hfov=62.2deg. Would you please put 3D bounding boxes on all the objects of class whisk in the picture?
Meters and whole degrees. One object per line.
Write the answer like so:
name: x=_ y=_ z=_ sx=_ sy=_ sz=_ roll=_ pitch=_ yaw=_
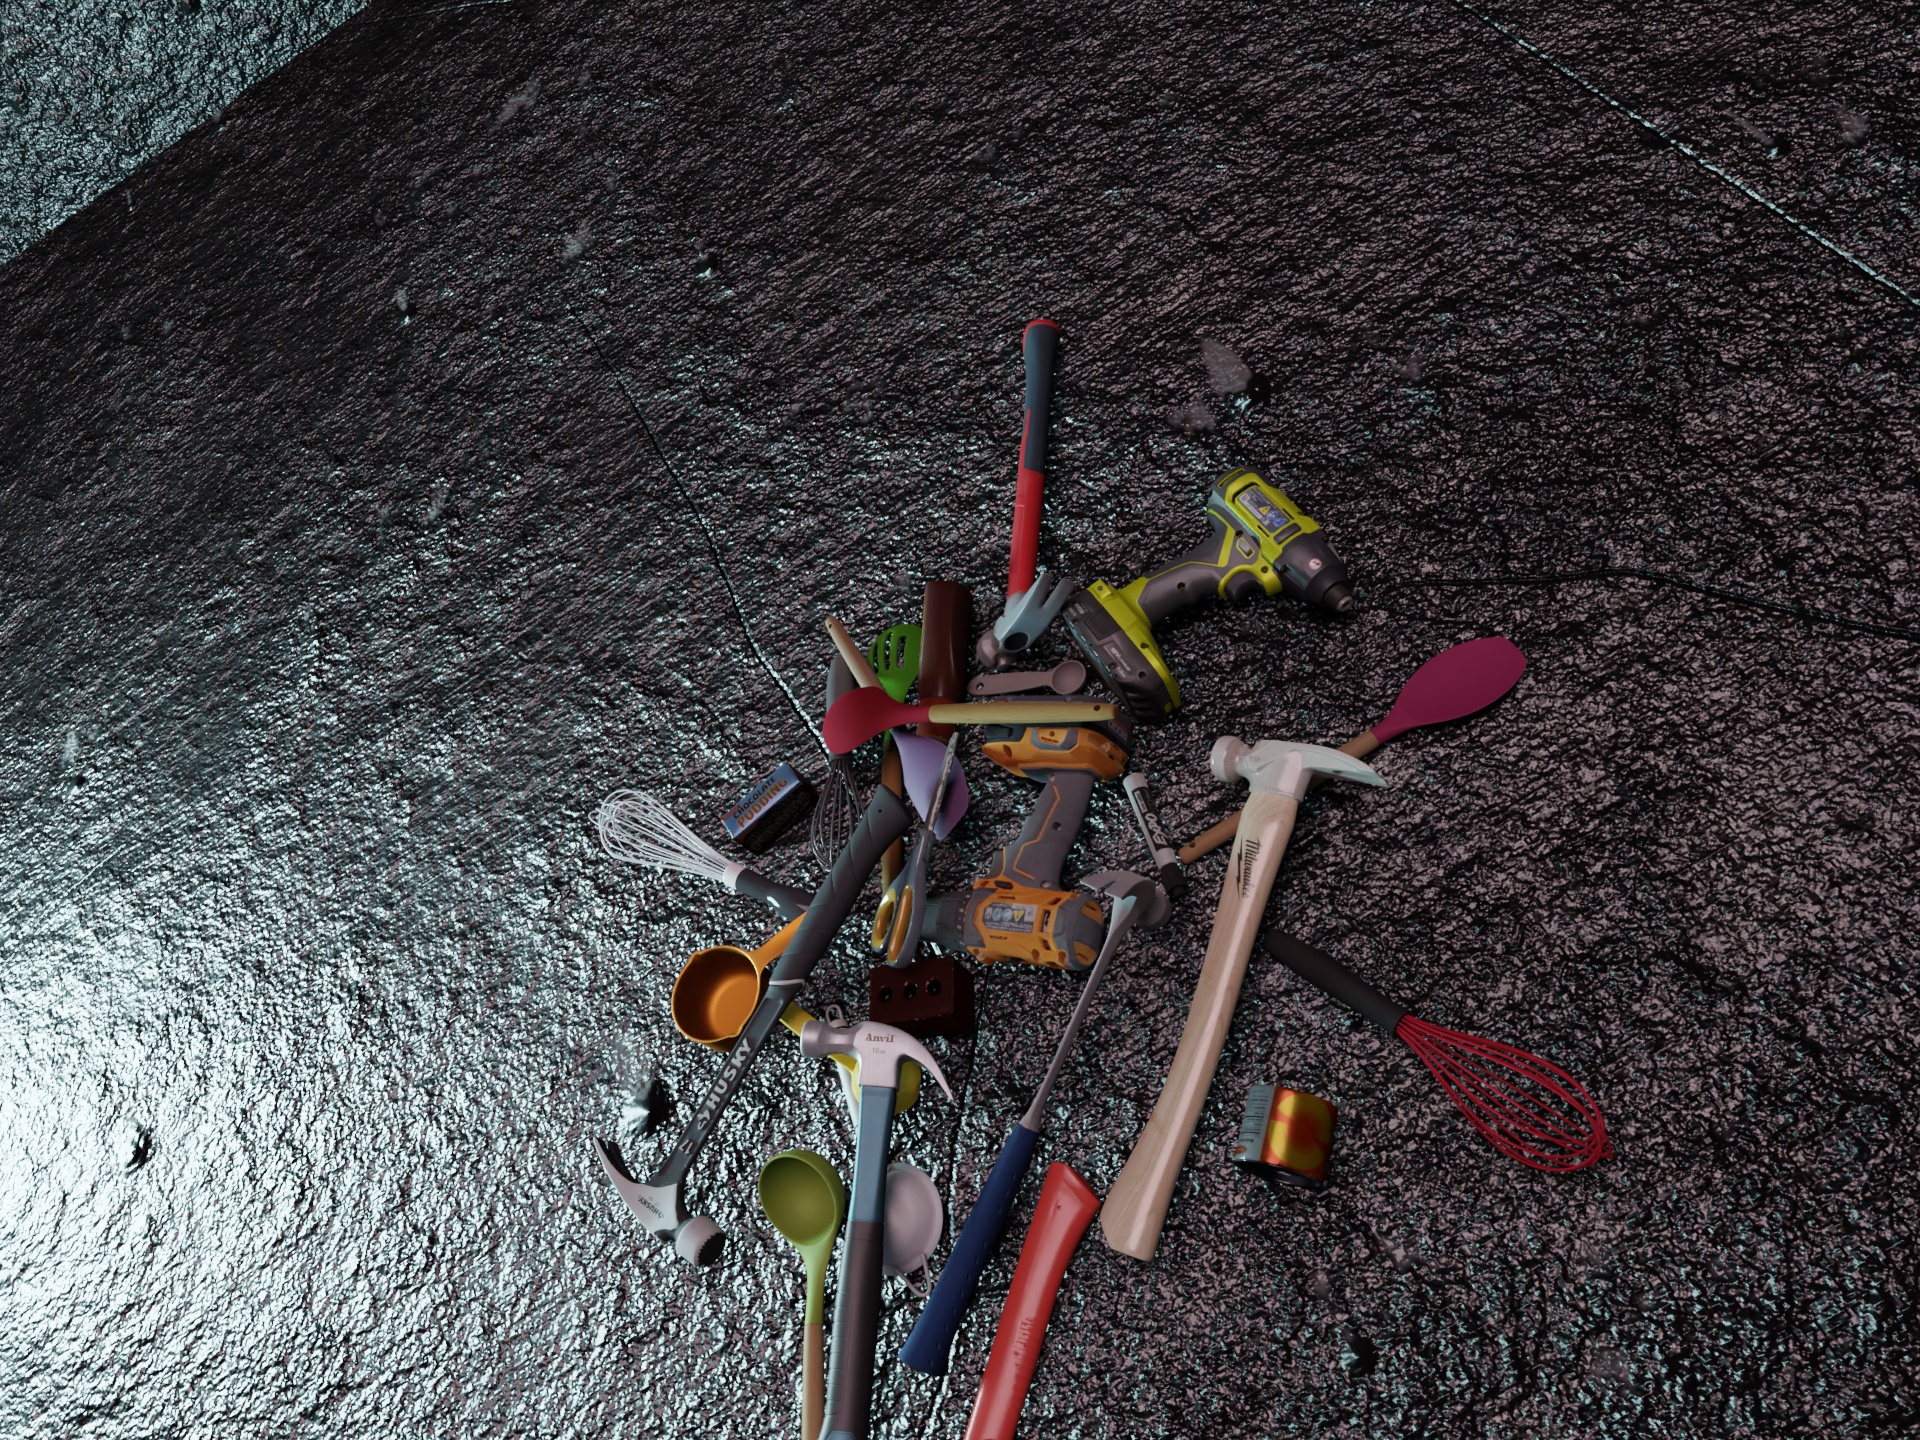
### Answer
whisk: x=-0.231 y=0.132 z=1.474 sx=0.285 sy=0.070 sz=0.070 roll=21 pitch=74 yaw=27
whisk: x=-0.112 y=0.037 z=1.473 sx=0.055 sy=0.055 sz=0.239 roll=-14 pitch=55 yaw=17
whisk: x=0.337 y=0.231 z=1.153 sx=0.296 sy=0.073 sz=0.073 roll=33 pitch=80 yaw=39

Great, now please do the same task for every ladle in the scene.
ladle: x=-0.120 y=0.486 z=1.207 sx=0.078 sy=0.062 sz=0.320 roll=-28 pitch=49 yaw=32
ladle: x=-0.002 y=-0.004 z=1.362 sx=0.315 sy=0.031 sz=0.069 roll=-1 pitch=60 yaw=36

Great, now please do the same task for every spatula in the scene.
spatula: x=-0.063 y=-0.007 z=1.445 sx=0.059 sy=0.018 sz=0.316 roll=-53 pitch=42 yaw=17

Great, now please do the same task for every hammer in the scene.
hammer: x=0.203 y=0.208 z=1.212 sx=0.146 sy=0.038 sz=0.411 roll=8 pitch=72 yaw=42
hammer: x=0.054 y=0.300 z=1.215 sx=0.035 sy=0.144 sz=0.405 roll=21 pitch=80 yaw=26
hammer: x=-0.075 y=0.395 z=1.207 sx=0.128 sy=0.033 sz=0.331 roll=2 pitch=67 yaw=8
hammer: x=0.019 y=0.501 z=1.163 sx=0.149 sy=0.036 sz=0.359 roll=9 pitch=68 yaw=28
hammer: x=-0.158 y=0.234 z=1.325 sx=0.149 sy=0.036 sz=0.409 roll=25 pitch=79 yaw=33
hammer: x=0.074 y=-0.242 z=1.506 sx=0.038 sy=0.143 sz=0.387 roll=16 pitch=58 yaw=-16

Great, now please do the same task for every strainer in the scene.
strainer: x=-0.076 y=0.342 z=1.294 sx=0.087 sy=0.050 sz=0.259 roll=-33 pitch=51 yaw=15

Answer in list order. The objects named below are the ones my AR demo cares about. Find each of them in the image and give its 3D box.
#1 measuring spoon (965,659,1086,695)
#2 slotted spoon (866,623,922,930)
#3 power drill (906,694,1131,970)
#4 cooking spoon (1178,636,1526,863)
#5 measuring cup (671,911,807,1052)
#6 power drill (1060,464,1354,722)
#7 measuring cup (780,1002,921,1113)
measuring spoon: x=0.061 y=-0.033 z=1.453 sx=0.124 sy=0.018 sz=0.034 roll=-5 pitch=61 yaw=30
slotted spoon: x=-0.061 y=0.043 z=1.457 sx=0.070 sy=0.031 sz=0.314 roll=-15 pitch=59 yaw=25
power drill: x=0.045 y=0.096 z=1.349 sx=0.185 sy=0.084 sz=0.226 roll=0 pitch=68 yaw=34
cooking spoon: x=0.315 y=0.028 z=1.296 sx=0.319 sy=0.017 sz=0.069 roll=-32 pitch=45 yaw=5
measuring cup: x=-0.169 y=0.221 z=1.395 sx=0.173 sy=0.052 sz=0.095 roll=-37 pitch=54 yaw=0
power drill: x=0.215 y=-0.106 z=1.383 sx=0.223 sy=0.080 sz=0.171 roll=-35 pitch=54 yaw=0
measuring cup: x=-0.099 y=0.267 z=1.318 sx=0.157 sy=0.029 sz=0.062 roll=32 pitch=45 yaw=20
